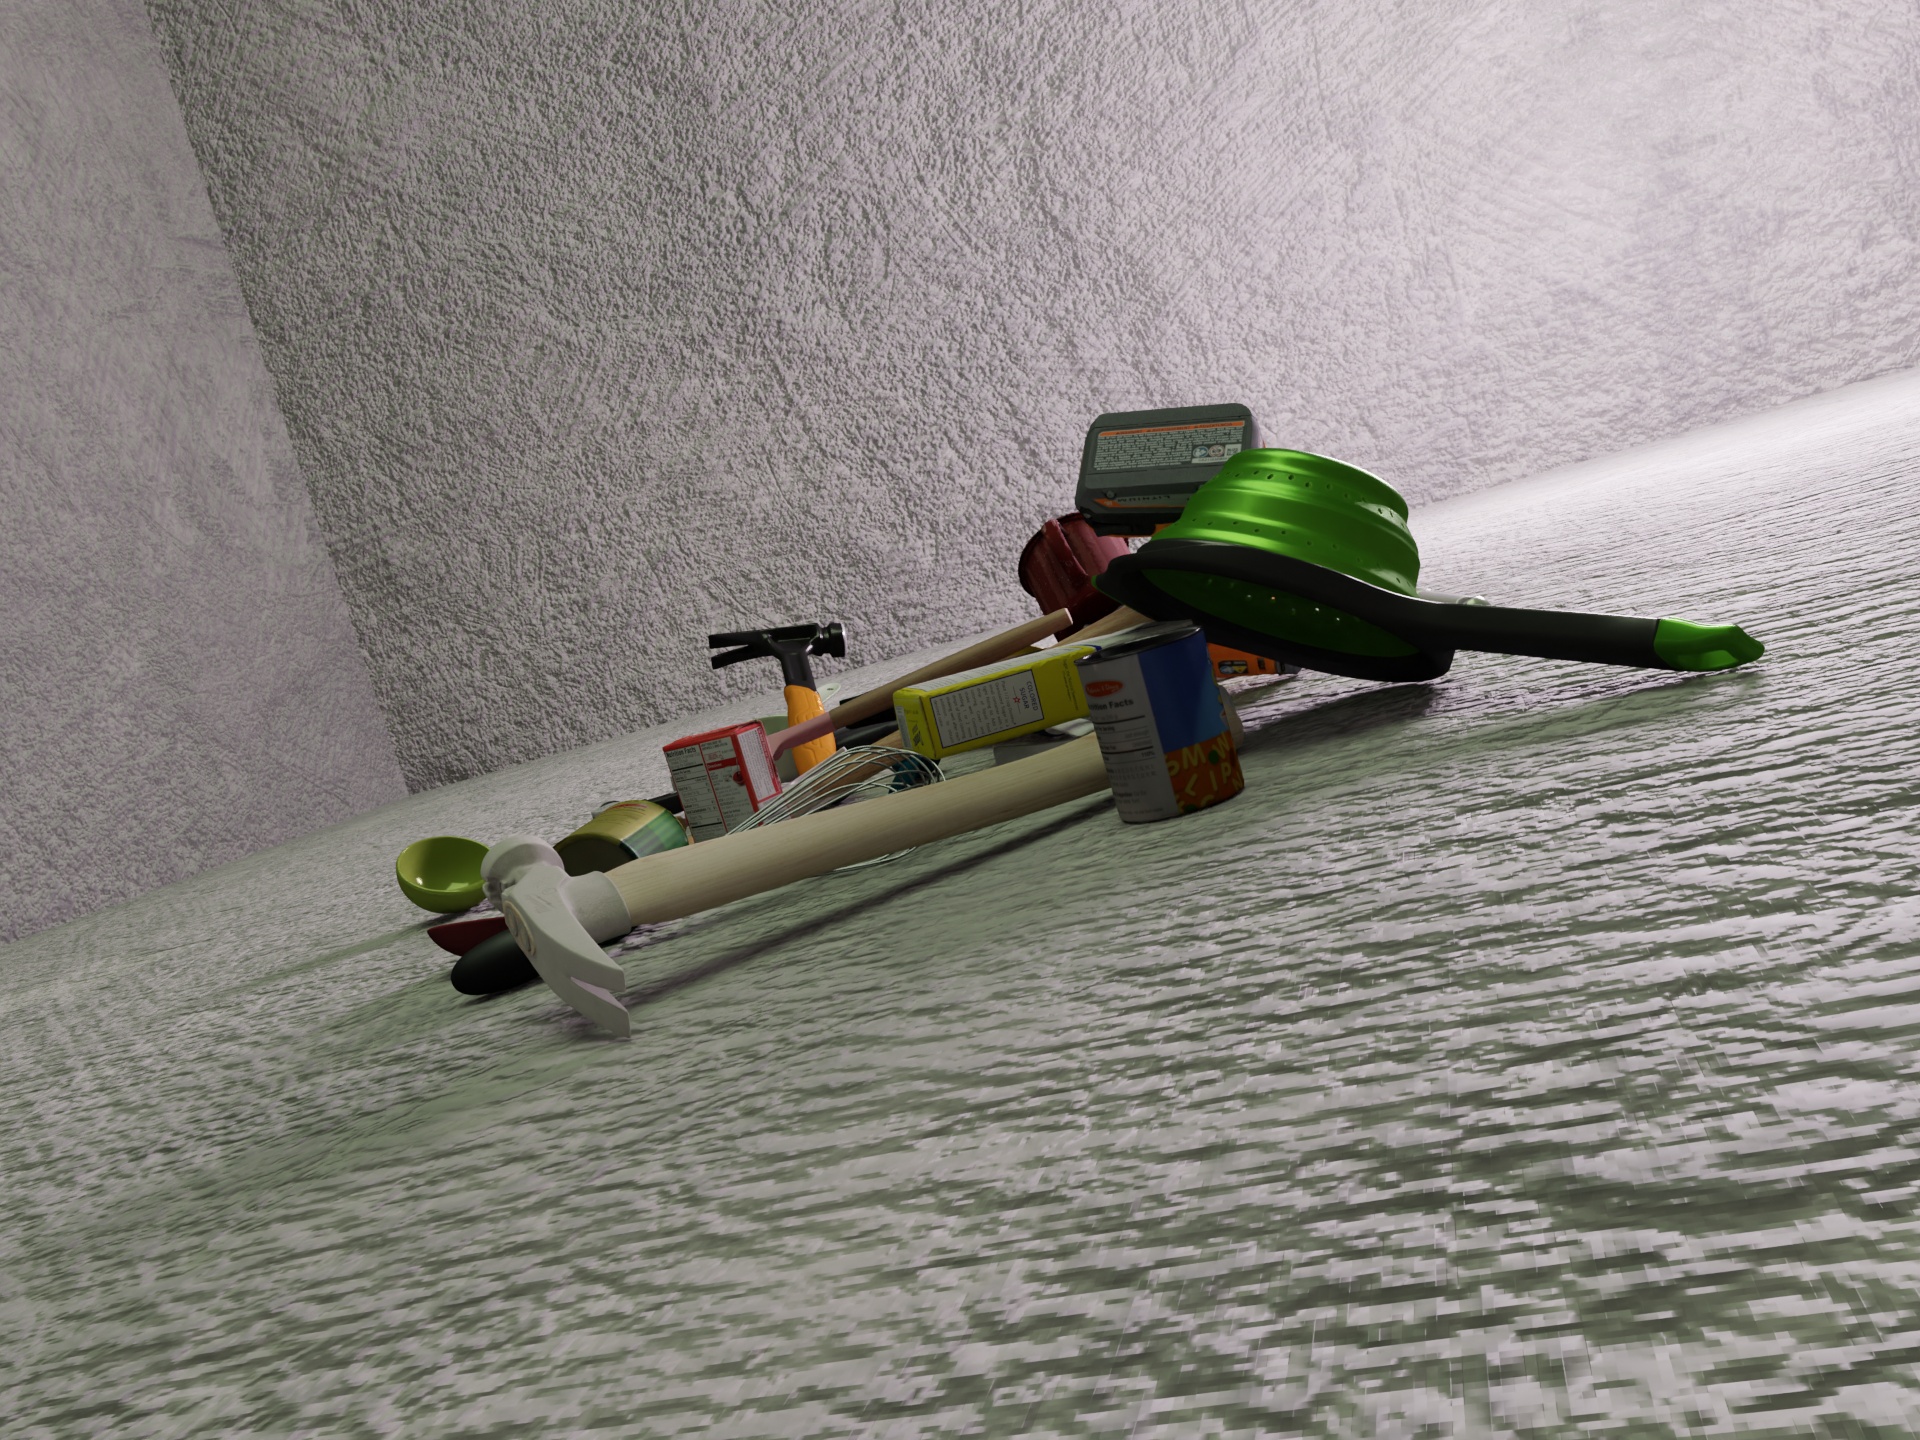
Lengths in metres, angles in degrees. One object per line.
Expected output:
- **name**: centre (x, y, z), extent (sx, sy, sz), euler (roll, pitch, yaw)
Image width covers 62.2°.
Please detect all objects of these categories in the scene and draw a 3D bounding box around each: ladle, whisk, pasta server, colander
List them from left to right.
- **ladle**: centre (-0.305, 0.092, 1.150), extent (0.320, 0.062, 0.078), euler (-16, 5, 41)
- **ladle**: centre (-0.222, 0.103, 1.058), extent (0.069, 0.031, 0.315), euler (-13, 5, 32)
- **whisk**: centre (-0.139, 0.083, 0.863), extent (0.284, 0.070, 0.070), euler (-23, 6, -10)
- **pasta server**: centre (-0.063, -0.004, 1.139), extent (0.316, 0.040, 0.060), euler (-24, 4, 9)
- **whisk**: centre (0.338, -0.090, 1.205), extent (0.058, 0.059, 0.246), euler (-29, 11, -3)
- **colander**: centre (0.244, -0.088, 0.864), extent (0.204, 0.094, 0.397), euler (22, -7, -36)

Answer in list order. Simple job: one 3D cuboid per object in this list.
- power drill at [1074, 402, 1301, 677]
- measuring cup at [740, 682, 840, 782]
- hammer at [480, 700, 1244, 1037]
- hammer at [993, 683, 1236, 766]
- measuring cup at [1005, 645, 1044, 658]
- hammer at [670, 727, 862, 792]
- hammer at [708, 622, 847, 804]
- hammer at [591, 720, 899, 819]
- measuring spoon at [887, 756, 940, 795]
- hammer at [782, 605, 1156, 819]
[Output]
- **power drill**: centre (0.146, -0.109, 1.099), extent (0.164, 0.226, 0.084), euler (-1, 54, 19)
- **measuring cup**: centre (-0.140, 0.010, 1.383), extent (0.083, 0.038, 0.168), euler (5, 22, 18)
- **hammer**: centre (-0.016, 0.051, 0.794), extent (0.410, 0.038, 0.146), euler (-15, 26, -29)
- **hammer**: centre (0.068, 0.003, 1.134), extent (0.144, 0.035, 0.405), euler (-17, 5, -7)
- **measuring cup**: centre (0.076, -0.034, 1.357), extent (0.062, 0.029, 0.156), euler (6, -11, 35)
- **hammer**: centre (-0.128, 0.023, 1.537), extent (0.331, 0.033, 0.128), euler (-15, 5, 13)
- **hammer**: centre (-0.139, -0.012, 1.337), extent (0.127, 0.034, 0.337), euler (-6, 23, -10)
- **hammer**: centre (-0.163, 0.045, 1.421), extent (0.334, 0.035, 0.146), euler (-18, 5, -11)
- **measuring spoon**: centre (-0.034, 0.044, 1.161), extent (0.042, 0.021, 0.129), euler (-25, 13, 13)
- **hammer**: centre (-0.002, -0.004, 1.096), extent (0.331, 0.031, 0.130), euler (-28, 3, 15)
